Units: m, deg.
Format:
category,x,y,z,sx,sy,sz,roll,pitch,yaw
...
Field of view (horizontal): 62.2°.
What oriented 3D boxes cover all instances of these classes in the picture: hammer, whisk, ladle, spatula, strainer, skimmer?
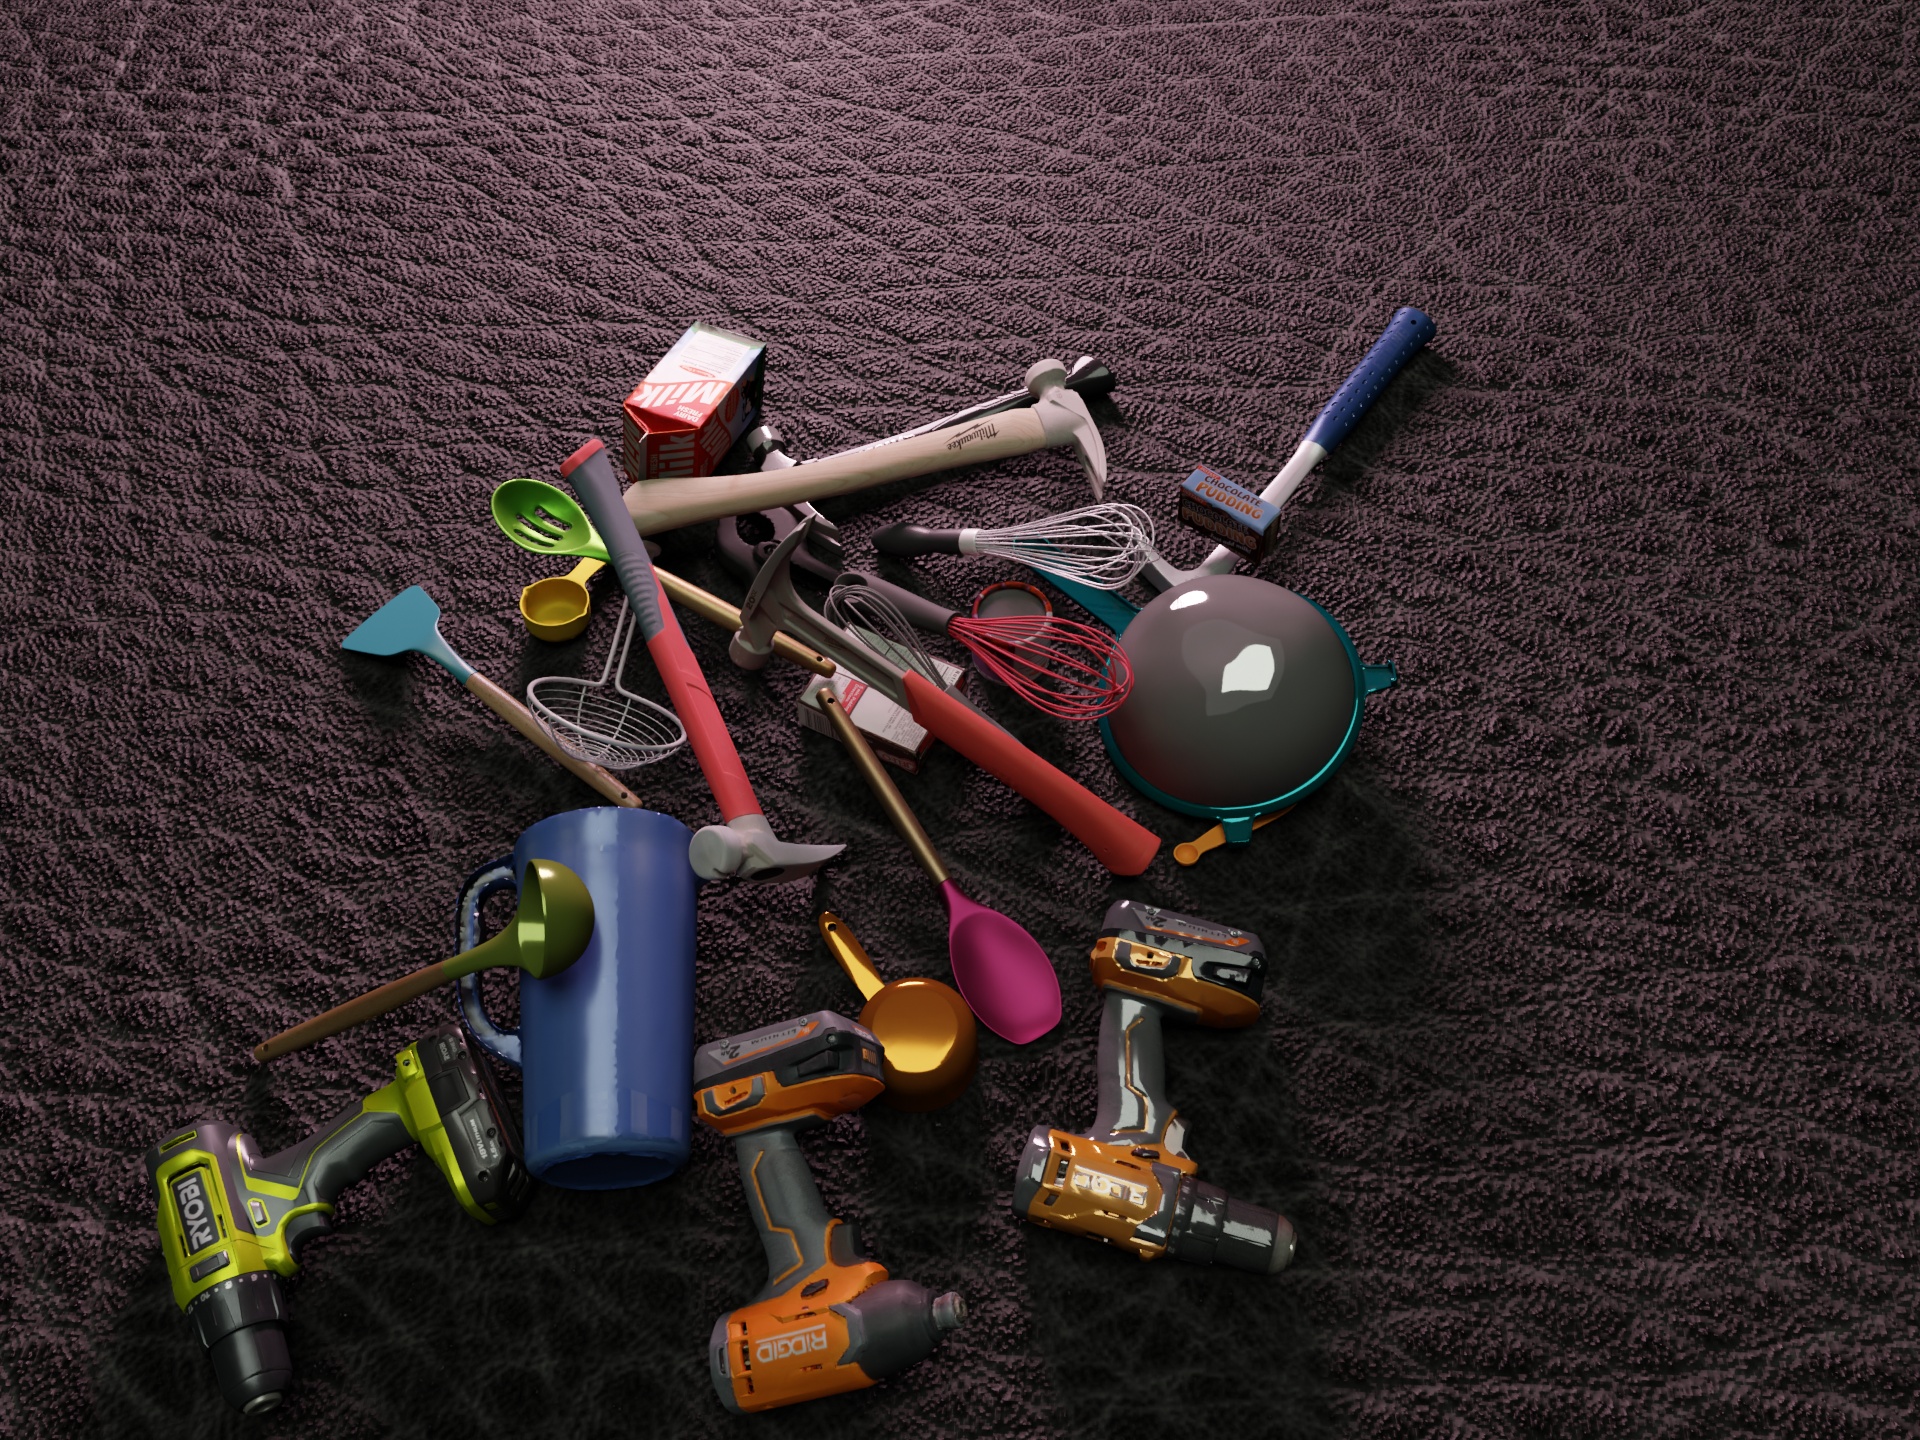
category,x,y,z,sx,sy,sz,roll,pitch,yaw
hammer,-0.013,-0.256,1.434,0.335,0.035,0.146,-22,59,-12
whisk,0.009,-0.067,1.237,0.296,0.073,0.073,23,59,35
hammer,-0.210,-0.051,1.215,0.038,0.143,0.387,-37,68,25
ladle,-0.373,0.176,1.073,0.320,0.062,0.078,-24,64,22
whisk,-0.014,-0.019,1.231,0.239,0.055,0.055,42,65,-4
whisk,0.037,-0.144,1.300,0.285,0.070,0.070,7,53,38
spatula,-0.376,-0.014,1.297,0.318,0.044,0.082,36,64,16
strainer,0.159,-0.073,1.253,0.211,0.095,0.341,-46,63,-9
hammer,-0.080,-0.206,1.351,0.410,0.038,0.146,-14,61,-12
hammer,0.303,-0.238,1.412,0.144,0.035,0.405,31,63,19
skimmer,-0.264,-0.111,1.314,0.127,0.090,0.364,17,54,-16
hammer,-0.002,-0.004,1.184,0.359,0.149,0.037,34,43,-1

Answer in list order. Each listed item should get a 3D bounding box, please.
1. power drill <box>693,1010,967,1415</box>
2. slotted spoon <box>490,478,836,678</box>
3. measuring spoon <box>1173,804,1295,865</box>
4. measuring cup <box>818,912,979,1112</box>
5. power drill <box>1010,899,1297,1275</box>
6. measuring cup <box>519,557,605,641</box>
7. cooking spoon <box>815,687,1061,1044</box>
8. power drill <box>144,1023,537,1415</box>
category,x,y,z,sx,sy,sz,roll,pitch,yaw
power drill,-0.086,0.309,1.016,0.164,0.084,0.227,-18,63,15
slotted spoon,-0.239,-0.109,1.280,0.314,0.031,0.070,27,50,7
measuring spoon,0.214,0.084,1.226,0.117,0.011,0.021,-26,50,-18
measuring cup,-0.055,0.195,1.134,0.095,0.052,0.174,-30,64,-17
power drill,0.150,0.253,1.078,0.185,0.084,0.226,14,63,10
measuring cup,-0.318,-0.122,1.368,0.062,0.029,0.157,22,49,14
cooking spoon,-0.025,0.101,1.193,0.069,0.017,0.319,-28,69,-16
power drill,-0.406,0.322,1.050,0.228,0.080,0.191,-26,60,-11
